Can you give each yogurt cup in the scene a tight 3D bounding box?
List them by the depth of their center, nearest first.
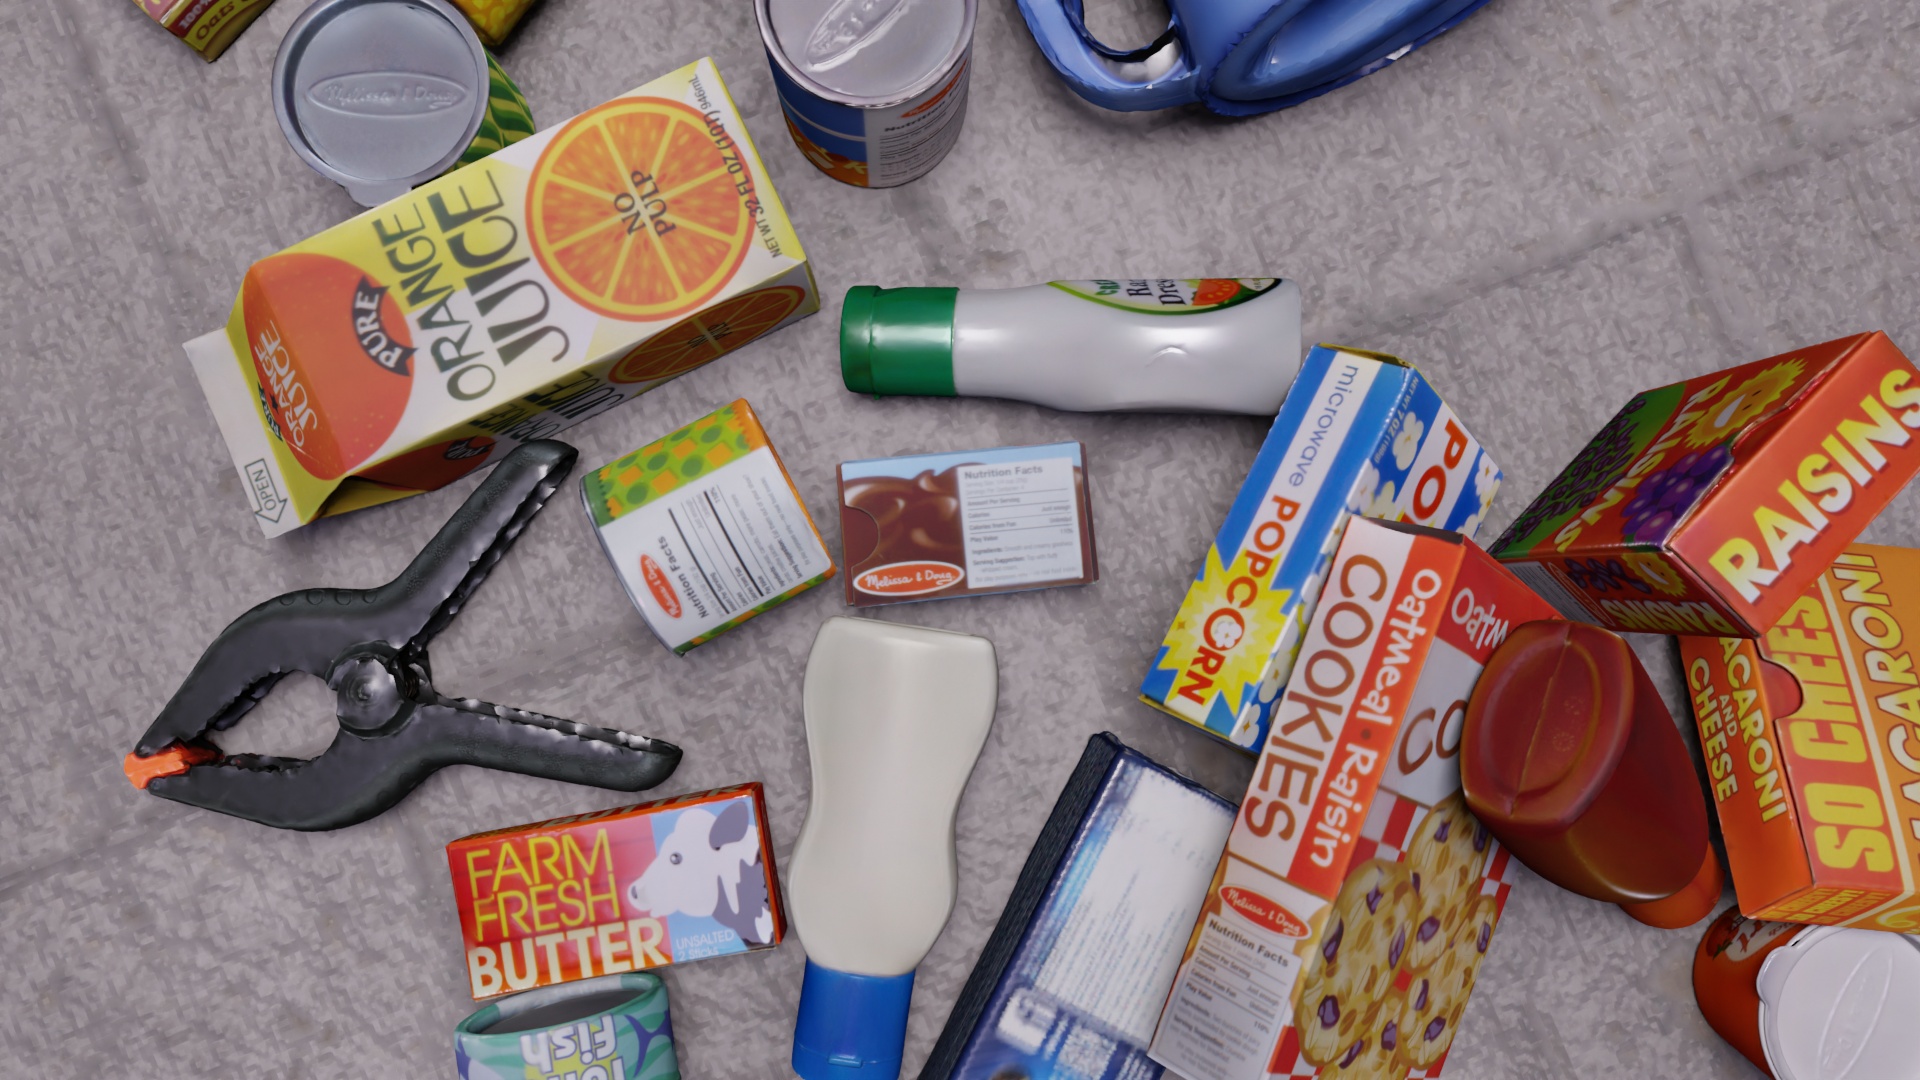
[{"bbox_3d":[0.283,0.151,0.458,0.072,0.054,0.072,0,87,-2],"label":"yogurt cup"}]

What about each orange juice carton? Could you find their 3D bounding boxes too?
[{"bbox_3d":[-0.147,-0.073,0.445,0.193,0.073,0.072,-26,89,-3],"label":"orange juice carton"}]

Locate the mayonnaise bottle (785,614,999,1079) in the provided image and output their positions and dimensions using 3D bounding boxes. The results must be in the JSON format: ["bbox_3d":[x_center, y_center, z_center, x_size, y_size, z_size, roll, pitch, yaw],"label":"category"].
[{"bbox_3d":[-0.027,0.101,0.457,0.065,0.041,0.148,9,88,0],"label":"mayonnaise bottle"}]

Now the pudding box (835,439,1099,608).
[{"bbox_3d":[0.002,-0.006,0.468,0.084,0.030,0.049,-6,89,-2],"label":"pudding box"}]

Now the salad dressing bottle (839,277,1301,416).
[{"bbox_3d":[0.036,-0.065,0.460,0.148,0.064,0.043,1,110,6],"label":"salad dressing bottle"}]

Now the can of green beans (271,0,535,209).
[{"bbox_3d":[-0.179,-0.139,0.455,0.071,0.058,0.071,0,87,-2],"label":"can of green beans"}]

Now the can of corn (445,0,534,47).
[{"bbox_3d":[-0.161,-0.205,0.457,0.071,0.071,0.058,37,88,0],"label":"can of corn"}]

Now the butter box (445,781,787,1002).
[{"bbox_3d":[-0.113,0.115,0.461,0.103,0.024,0.053,-9,88,-2],"label":"butter box"}]

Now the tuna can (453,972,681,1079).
[{"bbox_3d":[-0.123,0.161,0.435,0.071,0.071,0.033,-10,87,-2],"label":"tuna can"}]

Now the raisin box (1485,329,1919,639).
[{"bbox_3d":[0.226,-0.014,0.430,0.086,0.123,0.040,-44,90,-3],"label":"raisin box"}]

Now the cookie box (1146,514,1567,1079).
[{"bbox_3d":[0.133,0.090,0.427,0.040,0.123,0.167,19,85,43],"label":"cookie box"}]

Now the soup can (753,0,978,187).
[{"bbox_3d":[-0.031,-0.160,0.448,0.071,0.083,0.071,0,87,-2],"label":"soup can"}]

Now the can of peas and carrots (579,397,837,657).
[{"bbox_3d":[-0.081,-0.006,0.450,0.059,0.071,0.071,-27,89,-3],"label":"can of peas and carrots"}]

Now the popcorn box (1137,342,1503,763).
[{"bbox_3d":[0.118,0.012,0.445,0.038,0.085,0.127,24,85,43],"label":"popcorn box"}]

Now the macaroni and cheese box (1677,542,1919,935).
[{"bbox_3d":[0.328,0.063,0.446,0.166,0.040,0.124,6,58,-2],"label":"macaroni and cheese box"}]

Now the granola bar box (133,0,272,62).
[{"bbox_3d":[-0.248,-0.266,0.469,0.124,0.039,0.165,43,87,0],"label":"granola bar box"}]

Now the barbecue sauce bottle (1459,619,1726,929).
[{"bbox_3d":[0.198,0.081,0.423,0.148,0.043,0.065,39,69,-43],"label":"barbecue sauce bottle"}]
